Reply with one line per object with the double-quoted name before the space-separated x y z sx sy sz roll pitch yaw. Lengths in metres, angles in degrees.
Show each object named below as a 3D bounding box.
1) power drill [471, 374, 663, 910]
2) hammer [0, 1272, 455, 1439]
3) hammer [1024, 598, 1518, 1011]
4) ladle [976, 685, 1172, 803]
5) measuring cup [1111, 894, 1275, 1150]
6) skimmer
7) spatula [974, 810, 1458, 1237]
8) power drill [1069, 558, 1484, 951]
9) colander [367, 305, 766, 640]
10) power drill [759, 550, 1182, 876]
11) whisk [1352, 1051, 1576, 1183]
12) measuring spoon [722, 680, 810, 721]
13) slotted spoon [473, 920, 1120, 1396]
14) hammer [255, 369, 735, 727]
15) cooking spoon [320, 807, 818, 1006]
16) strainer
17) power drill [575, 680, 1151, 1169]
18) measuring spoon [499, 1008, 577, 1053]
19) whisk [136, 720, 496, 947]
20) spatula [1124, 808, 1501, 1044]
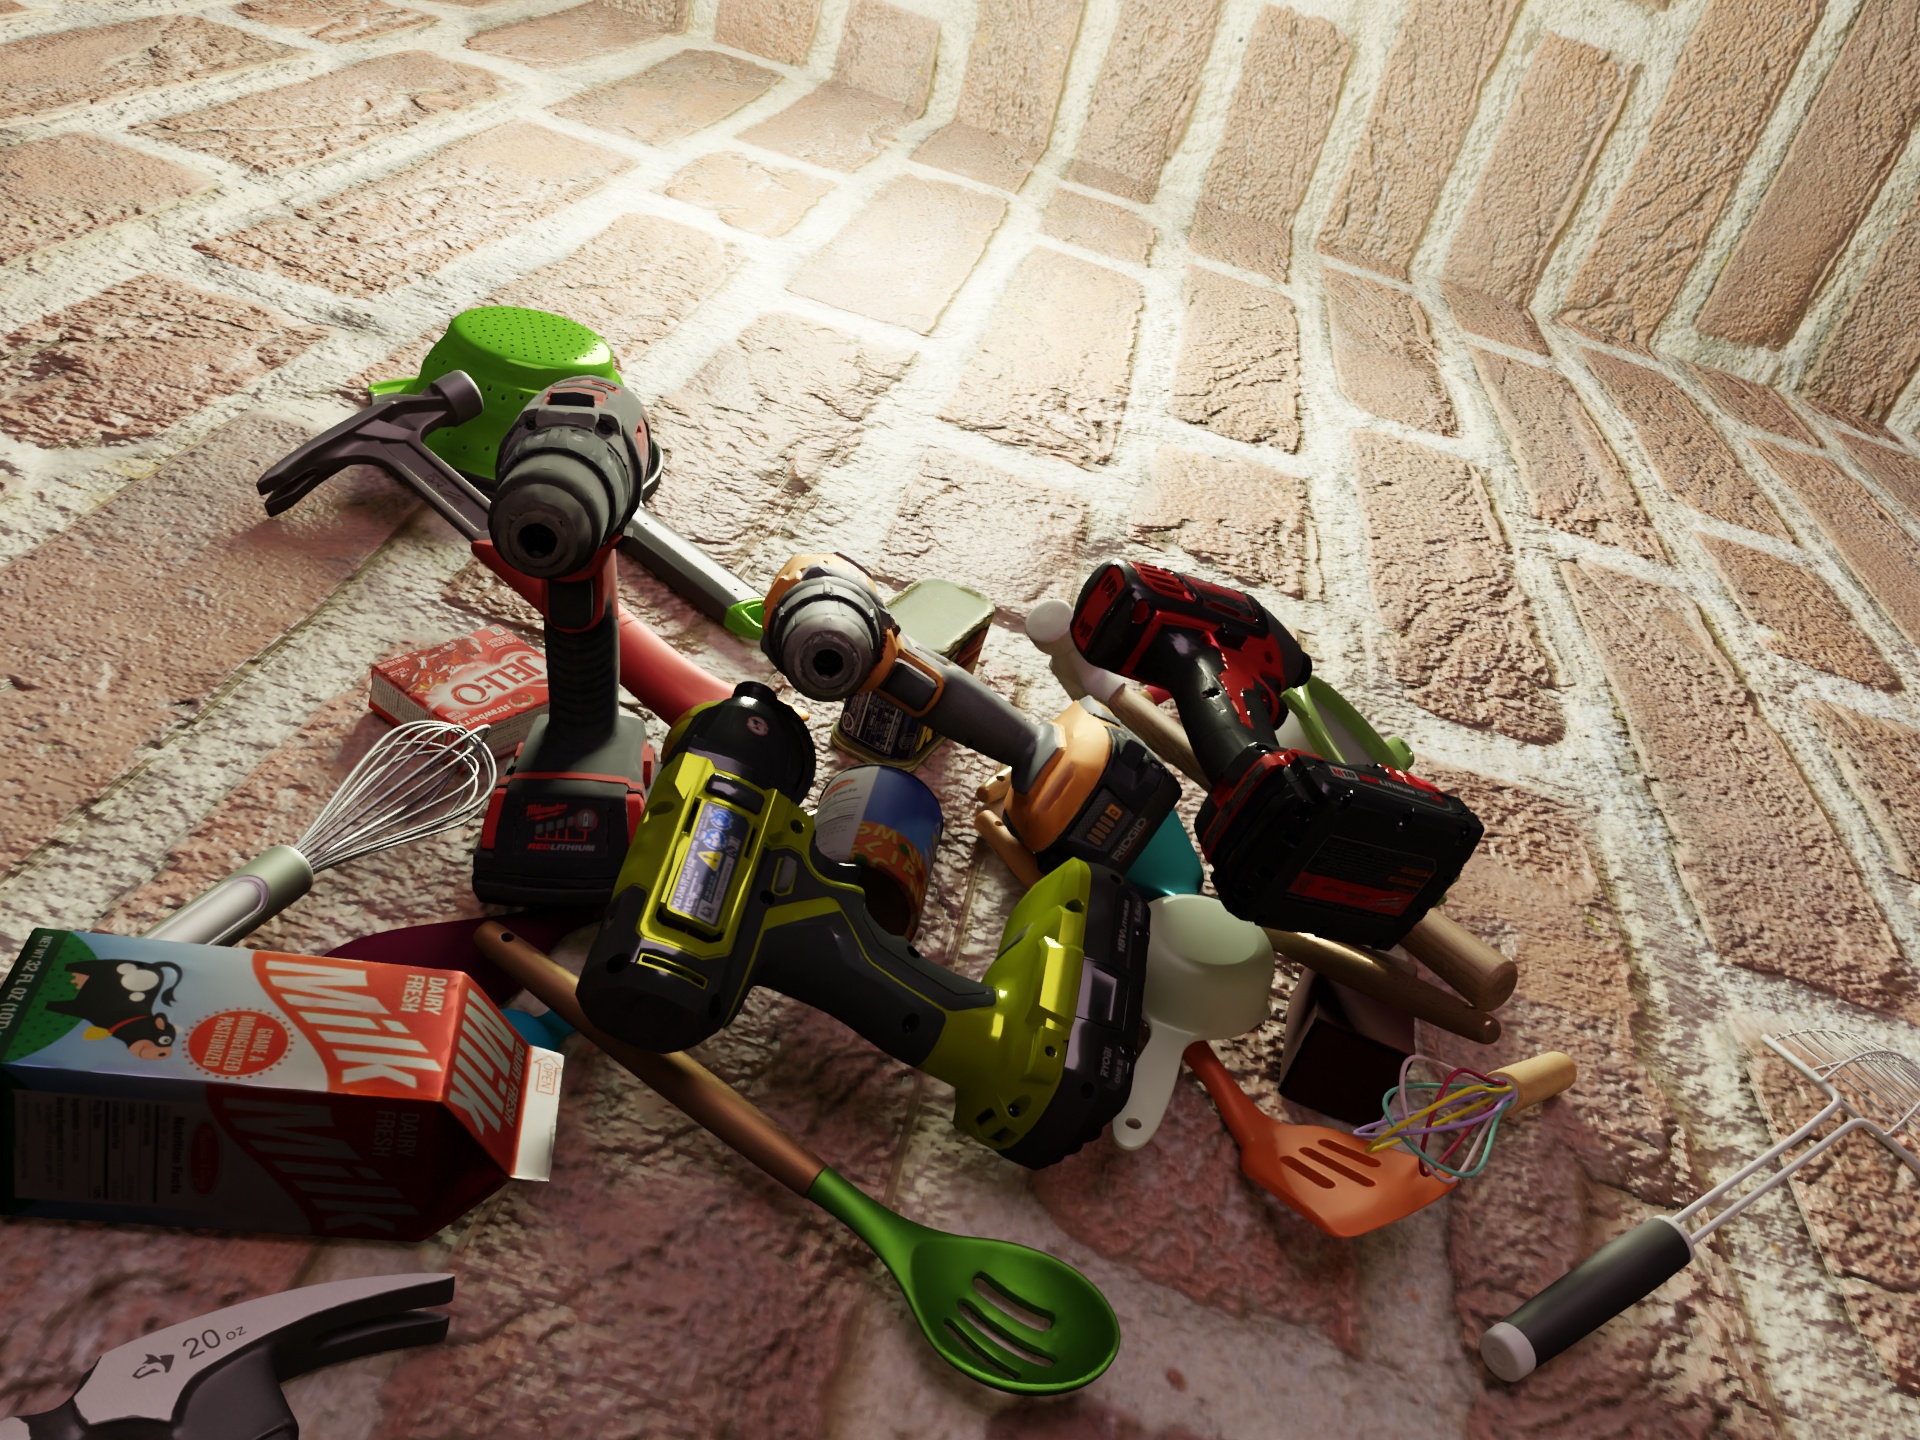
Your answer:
"power drill" -0.172 -0.029 0.701 0.080 0.226 0.188 3 22 -8
"hammer" -0.135 0.289 0.426 0.146 0.035 0.335 -17 45 -43
"hammer" 0.164 0.049 0.870 0.332 0.031 0.129 40 -8 40
"ladle" 0.105 -0.005 1.036 0.069 0.031 0.315 35 36 22
"measuring cup" 0.100 0.134 0.733 0.083 0.038 0.168 18 29 13
"skimmer" 0.371 0.243 0.772 0.363 0.090 0.127 -17 47 -30
"spatula" 0.101 0.137 0.789 0.081 0.041 0.323 -10 39 -34
"power drill" 0.151 0.006 0.785 0.143 0.078 0.220 14 31 -30
"colander" -0.245 -0.184 1.070 0.397 0.094 0.204 36 35 27
"power drill" -0.001 -0.003 0.801 0.226 0.084 0.185 33 7 -11
"whisk" 0.250 0.177 0.744 0.051 0.047 0.244 29 13 34
"measuring spoon" -0.144 -0.022 0.943 0.117 0.011 0.021 19 31 1
"slotted spoon" -0.077 0.169 0.638 0.314 0.031 0.070 32 32 16
"hammer" -0.250 -0.077 0.930 0.359 0.036 0.149 39 61 22
"cooking spoon" -0.159 0.082 0.761 0.069 0.017 0.319 33 33 31
"strainer" 0.243 0.045 0.995 0.151 0.069 0.256 54 19 9
"power drill" -0.034 0.086 0.684 0.223 0.080 0.171 26 48 -15
"measuring spoon" -0.165 0.119 0.694 0.042 0.021 0.128 31 35 20
"whisk" -0.286 0.061 0.695 0.058 0.059 0.246 46 34 -3
"spatula" 0.157 0.097 0.816 0.082 0.044 0.318 -2 11 -27
